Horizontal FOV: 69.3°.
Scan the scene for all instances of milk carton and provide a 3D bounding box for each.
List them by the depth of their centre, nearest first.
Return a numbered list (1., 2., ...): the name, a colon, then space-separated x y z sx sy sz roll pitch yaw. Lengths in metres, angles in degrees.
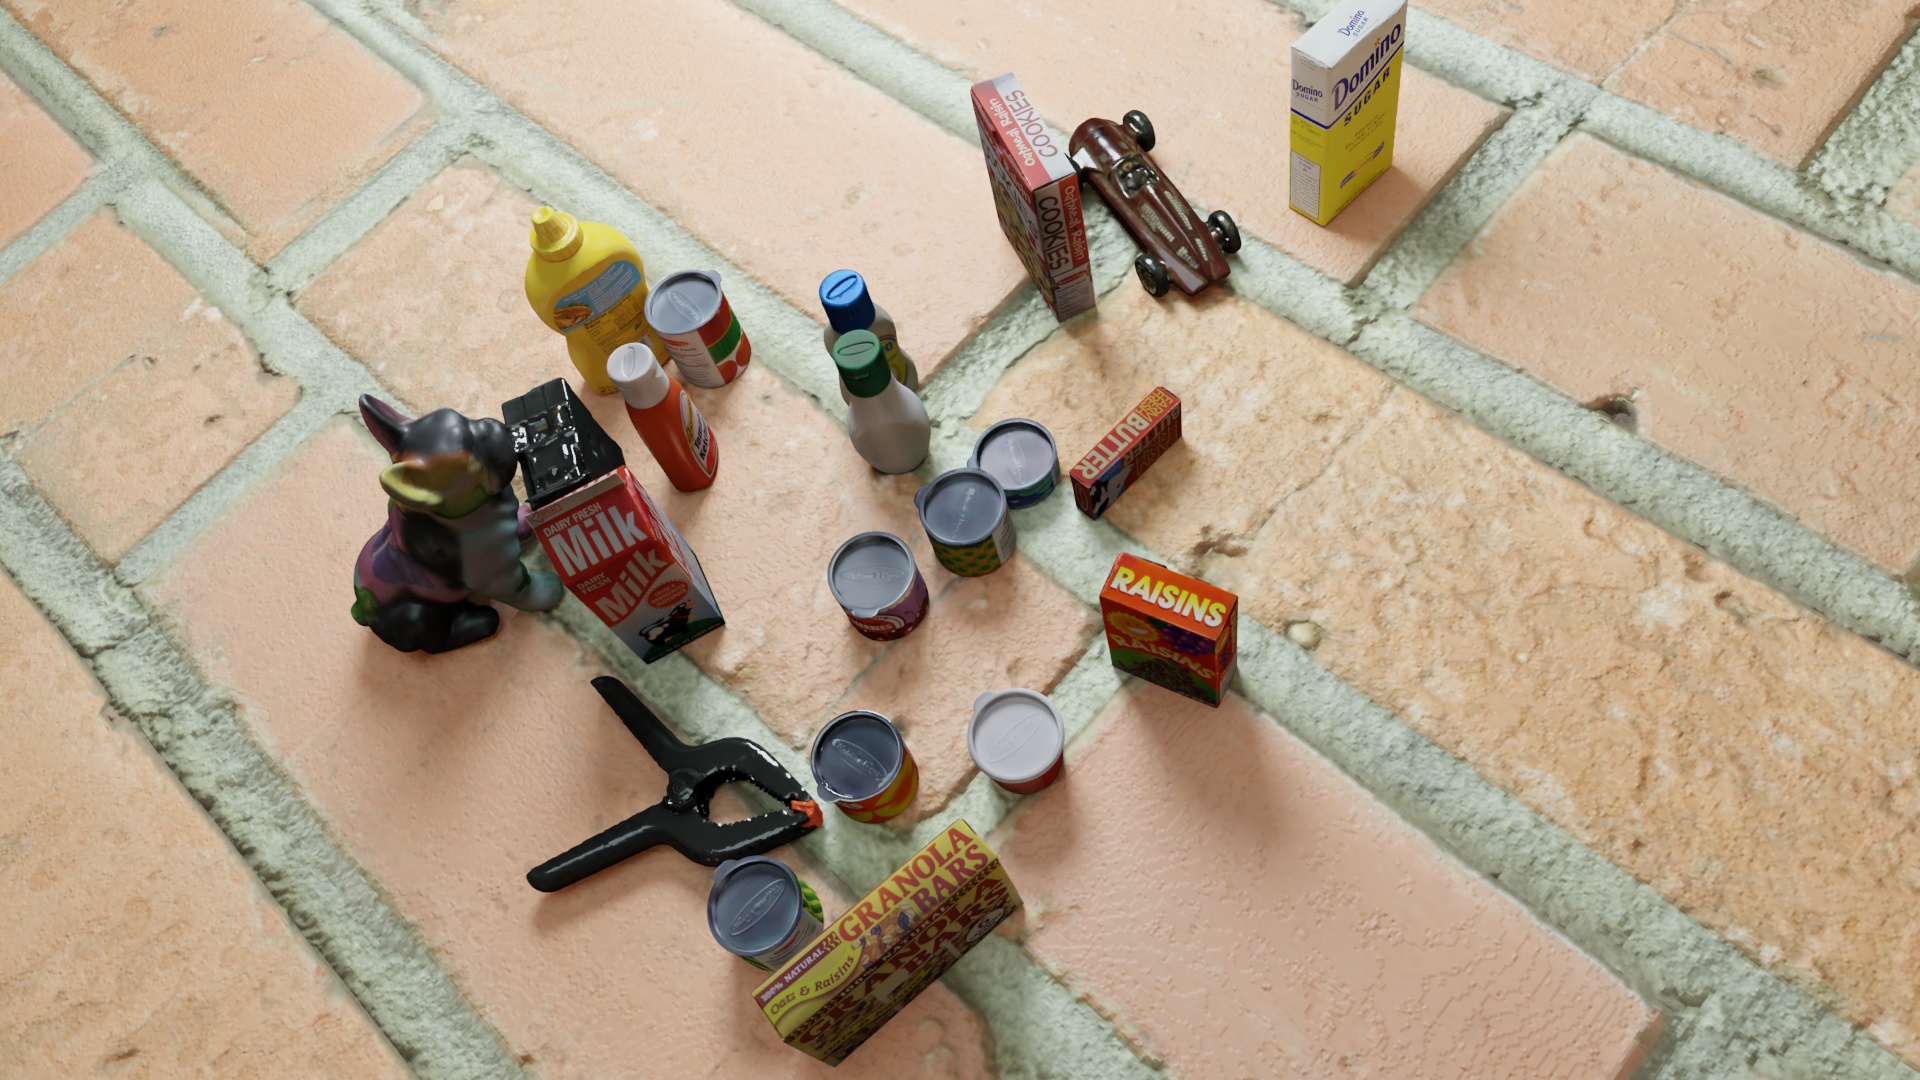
1. milk carton: -0.246 0.012 1.018 0.072 0.189 0.074 -27 61 -4

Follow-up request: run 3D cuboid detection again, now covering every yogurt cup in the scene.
1. yogurt cup: 0.042 0.144 0.971 0.072 0.053 0.073 -5 62 9

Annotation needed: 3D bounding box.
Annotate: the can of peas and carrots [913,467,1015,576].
1. can of peas and carrots: 0.004 -0.013 1.058 0.071 0.058 0.071 -5 62 9

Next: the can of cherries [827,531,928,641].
1. can of cherries: -0.062 0.037 1.044 0.071 0.058 0.072 -5 62 9

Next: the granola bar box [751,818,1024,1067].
1. granola bar box: -0.042 0.258 0.886 0.166 0.123 0.039 -39 62 -10

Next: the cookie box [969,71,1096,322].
1. cookie box: 0.059 -0.275 1.124 0.040 0.166 0.123 -25 61 -2

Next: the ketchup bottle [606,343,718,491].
1. ketchup bottle: -0.235 -0.099 1.099 0.043 0.148 0.065 -9 62 7

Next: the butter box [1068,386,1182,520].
1. butter box: 0.128 -0.067 1.066 0.104 0.053 0.024 -44 63 -13

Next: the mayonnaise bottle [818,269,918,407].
1. mayonnaise bottle: -0.076 -0.155 1.097 0.065 0.147 0.041 -40 63 -11

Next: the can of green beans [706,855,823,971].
1. can of green beans: -0.131 0.254 0.943 0.071 0.057 0.071 -5 62 9

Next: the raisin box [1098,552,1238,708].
1. raisin box: 0.145 0.063 0.954 0.086 0.123 0.040 22 69 21

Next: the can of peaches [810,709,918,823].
1. can of peaches: -0.068 0.162 0.980 0.071 0.058 0.071 -5 62 9

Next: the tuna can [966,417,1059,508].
1. tuna can: 0.042 -0.059 1.090 0.071 0.032 0.071 -5 62 9

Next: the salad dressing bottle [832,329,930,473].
1. salad dressing bottle: -0.062 -0.106 1.069 0.064 0.147 0.044 -12 61 5

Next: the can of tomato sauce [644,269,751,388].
1. can of tomato sauce: -0.219 -0.179 1.176 0.071 0.082 0.071 -5 62 9
